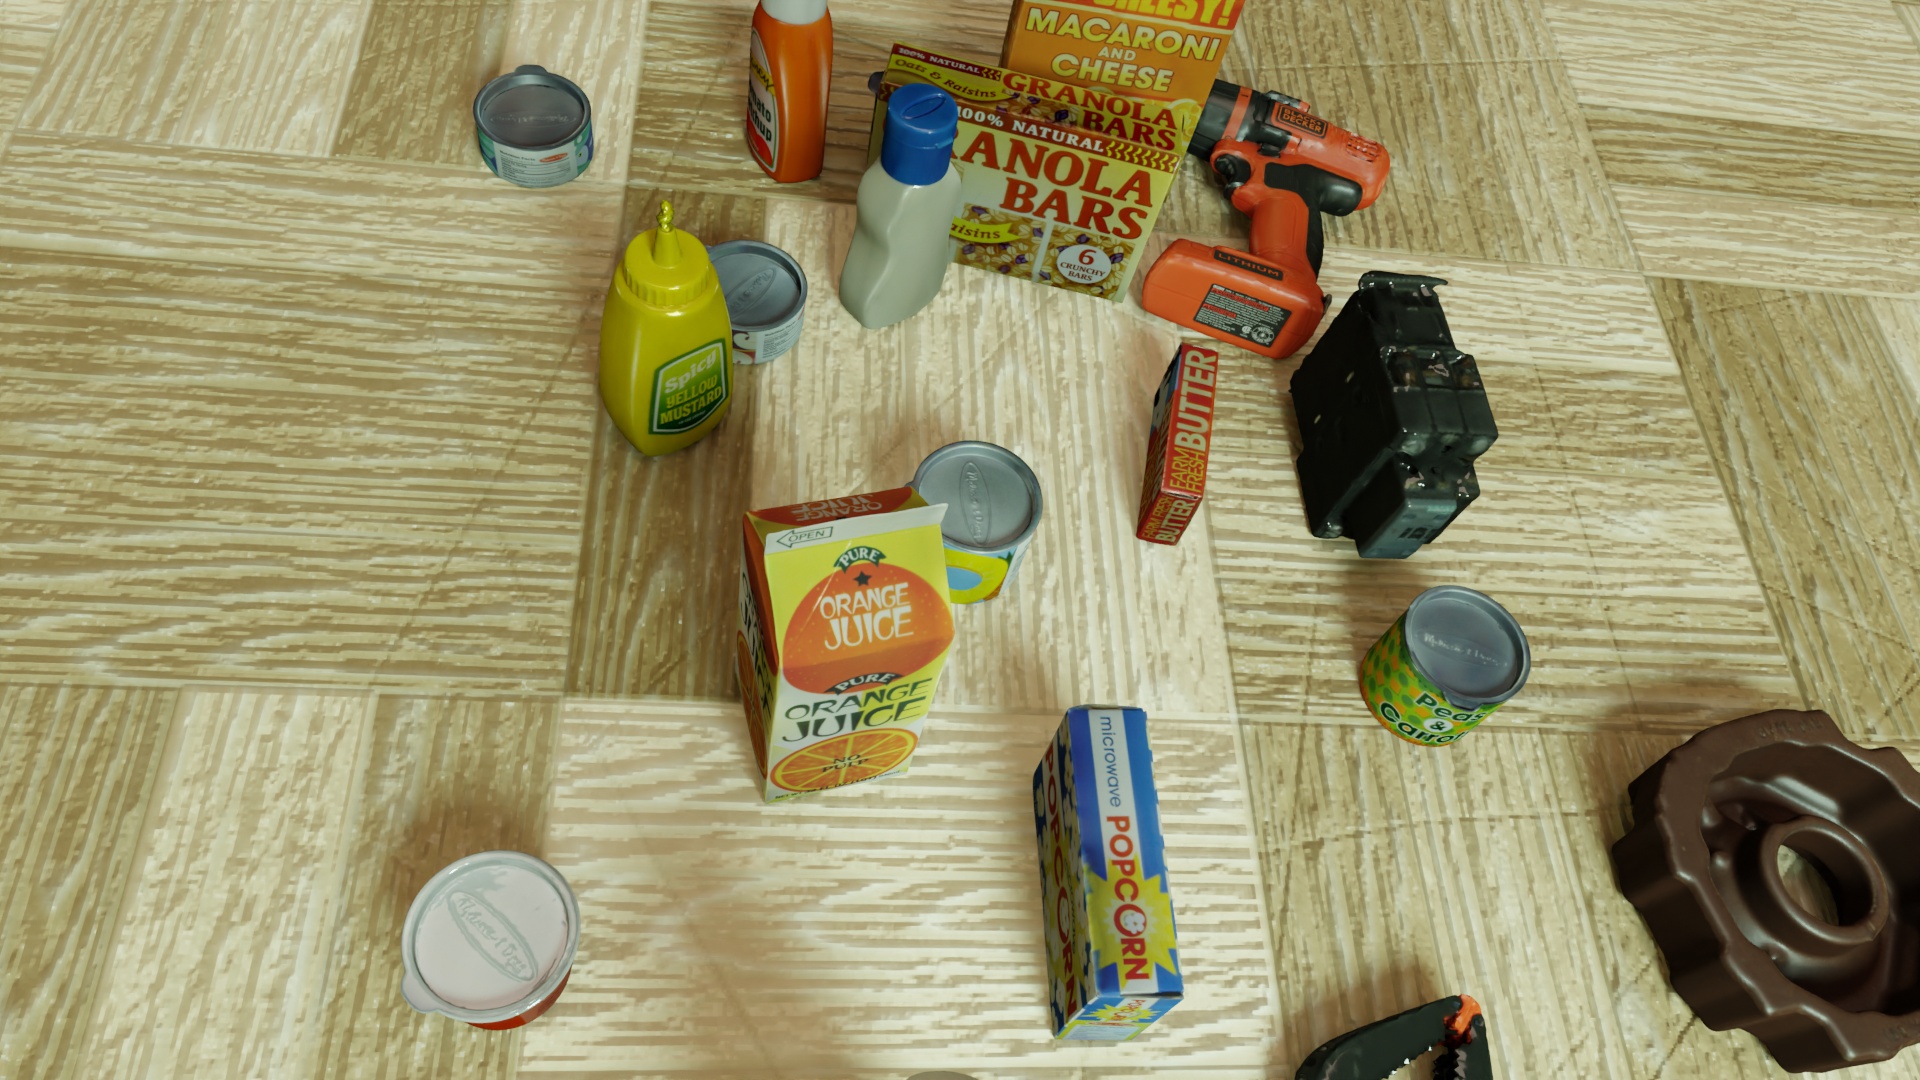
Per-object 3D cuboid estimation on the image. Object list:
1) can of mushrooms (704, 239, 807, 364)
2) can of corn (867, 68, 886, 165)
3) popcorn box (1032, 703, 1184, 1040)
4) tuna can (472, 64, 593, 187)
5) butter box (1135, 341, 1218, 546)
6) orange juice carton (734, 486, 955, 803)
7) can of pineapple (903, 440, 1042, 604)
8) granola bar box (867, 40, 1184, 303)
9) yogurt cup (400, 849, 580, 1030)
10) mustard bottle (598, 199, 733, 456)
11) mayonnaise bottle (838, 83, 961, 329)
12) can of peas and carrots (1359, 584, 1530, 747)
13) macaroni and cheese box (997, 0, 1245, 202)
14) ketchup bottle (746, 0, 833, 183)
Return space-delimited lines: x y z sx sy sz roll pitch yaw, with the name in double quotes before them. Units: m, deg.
"can of mushrooms" -0.122 -0.134 0.777 0.071 0.033 0.071 5 58 -8
"can of corn" -0.025 -0.252 0.852 0.071 0.058 0.071 5 59 -8
"popcorn box" 0.062 0.146 0.611 0.038 0.084 0.127 2 59 -10
"tuna can" -0.251 -0.244 0.819 0.071 0.032 0.071 5 58 -8
"butter box" 0.119 -0.053 0.761 0.024 0.052 0.104 14 58 -2
"orange juice carton" -0.052 0.040 0.591 0.072 0.191 0.073 -9 62 -16
"can of pineapple" 0.003 -0.009 0.710 0.071 0.057 0.071 5 59 -8
"granola bar box" 0.031 -0.208 0.797 0.166 0.123 0.039 13 58 -3
"yogurt cup" -0.189 0.167 0.569 0.072 0.053 0.073 5 59 -8
"mustard bottle" -0.144 -0.105 0.680 0.065 0.159 0.049 -32 70 -25
"mayonnaise bottle" -0.030 -0.180 0.754 0.065 0.147 0.041 -34 71 -26
"can of peas and carrots" 0.246 0.067 0.710 0.071 0.058 0.071 5 59 -8
"macaroni and cheese box" 0.086 -0.281 0.827 0.124 0.165 0.040 6 59 -7
"ketchup bottle" -0.098 -0.280 0.802 0.044 0.148 0.065 -17 64 -20
